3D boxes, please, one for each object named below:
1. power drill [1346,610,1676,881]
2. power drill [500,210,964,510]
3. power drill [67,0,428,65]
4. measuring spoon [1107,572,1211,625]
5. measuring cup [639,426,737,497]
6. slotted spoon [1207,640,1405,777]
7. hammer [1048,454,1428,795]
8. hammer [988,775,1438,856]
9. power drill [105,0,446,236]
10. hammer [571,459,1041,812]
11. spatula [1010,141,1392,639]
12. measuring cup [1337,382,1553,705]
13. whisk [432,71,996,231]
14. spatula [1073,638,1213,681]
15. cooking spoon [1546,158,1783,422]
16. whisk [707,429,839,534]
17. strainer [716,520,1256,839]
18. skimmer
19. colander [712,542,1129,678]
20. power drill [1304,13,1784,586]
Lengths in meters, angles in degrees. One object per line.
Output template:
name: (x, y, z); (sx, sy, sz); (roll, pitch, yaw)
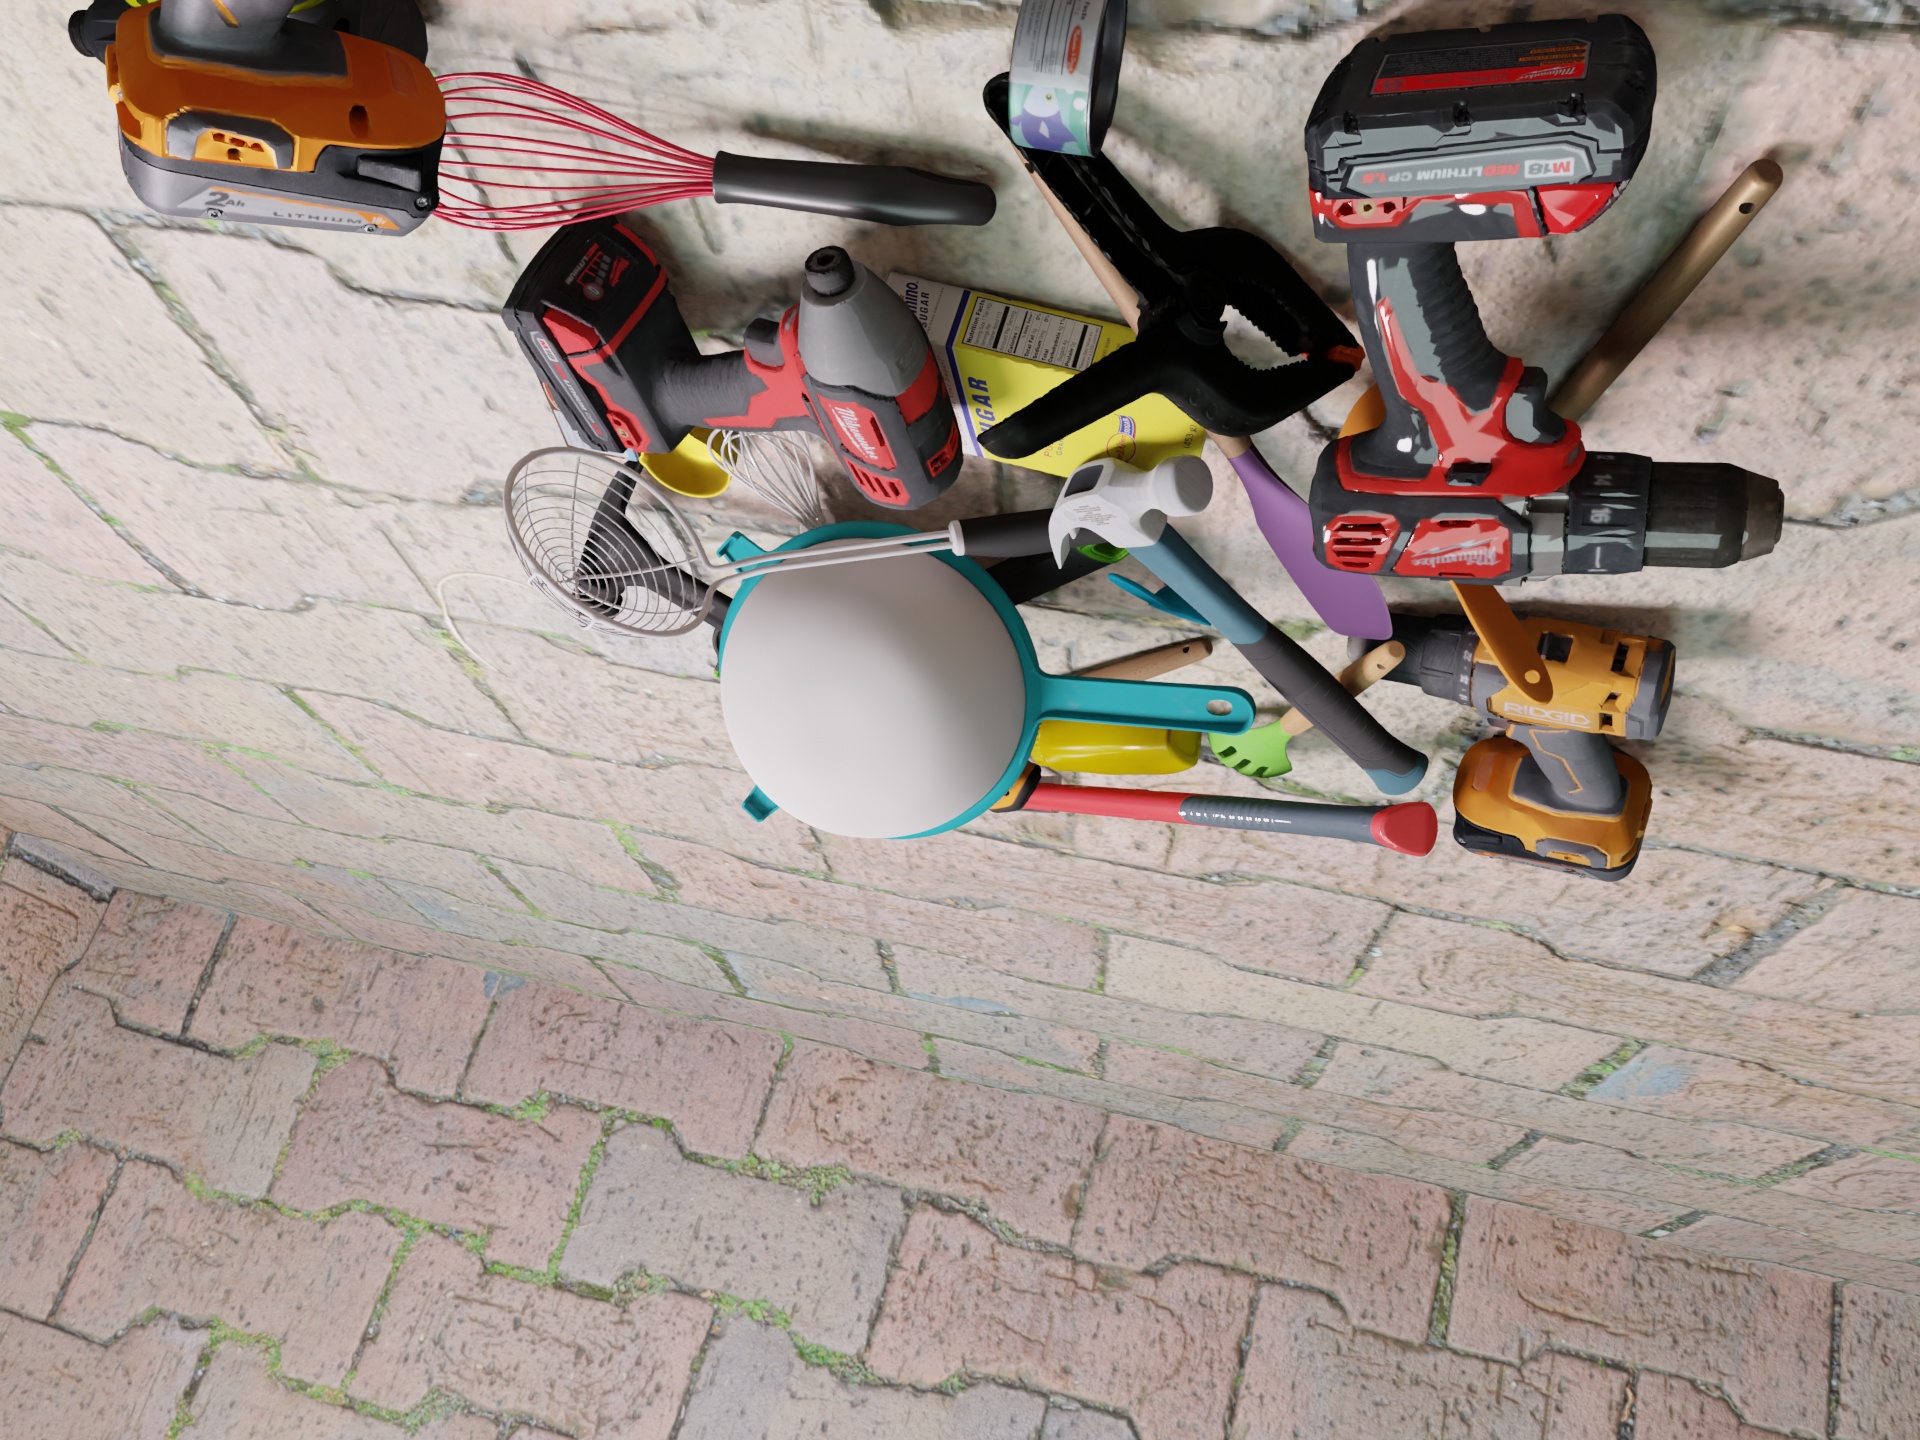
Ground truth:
power drill: (0.348, 0.009, 1.007); (0.185, 0.084, 0.226); (12, 154, 28)
power drill: (-0.111, -0.183, 0.792); (0.220, 0.079, 0.143); (16, 153, 26)
power drill: (-0.346, -0.340, 0.643); (0.171, 0.080, 0.223); (8, 159, 16)
measuring spoon: (0.122, -0.082, 0.971); (0.042, 0.021, 0.128); (21, -178, 29)
measuring cup: (-0.170, -0.196, 0.942); (0.062, 0.029, 0.156); (8, 145, 12)
slotted spoon: (0.226, -0.004, 1.054); (0.070, 0.031, 0.313); (30, 165, 0)
hammer: (0.172, -0.044, 0.906); (0.330, 0.033, 0.128); (37, 160, -35)
hammer: (0.175, 0.066, 1.193); (0.386, 0.038, 0.143); (3, 178, 40)
power drill: (-0.228, -0.293, 0.583); (0.164, 0.084, 0.226); (-3, 145, -29)
hammer: (-0.095, -0.045, 1.029); (0.337, 0.034, 0.127); (31, 124, 5)
spatula: (0.120, -0.148, 0.753); (0.315, 0.018, 0.060); (48, 161, -27)
measuring cup: (0.238, -0.090, 0.743); (0.095, 0.174, 0.052); (-18, 155, -10)
whisk: (-0.130, -0.253, 0.732); (0.296, 0.073, 0.073); (7, 157, 4)
spatula: (0.053, -0.016, 1.173); (0.044, 0.082, 0.317); (16, 156, -40)
cooking spoon: (0.289, -0.151, 0.749); (0.069, 0.017, 0.318); (16, 158, 0)
whisk: (-0.094, -0.128, 1.014); (0.058, 0.059, 0.246); (-20, 153, 9)
strainer: (-0.001, -0.003, 0.941); (0.340, 0.095, 0.211); (4, 112, 16)
skimmer: (-0.061, -0.113, 0.880); (0.363, 0.127, 0.090); (-8, 144, -7)
colander: (-0.024, -0.034, 1.080); (0.204, 0.095, 0.397); (15, 157, -38)
power drill: (0.228, -0.147, 0.625); (0.188, 0.080, 0.226); (5, 135, 23)
